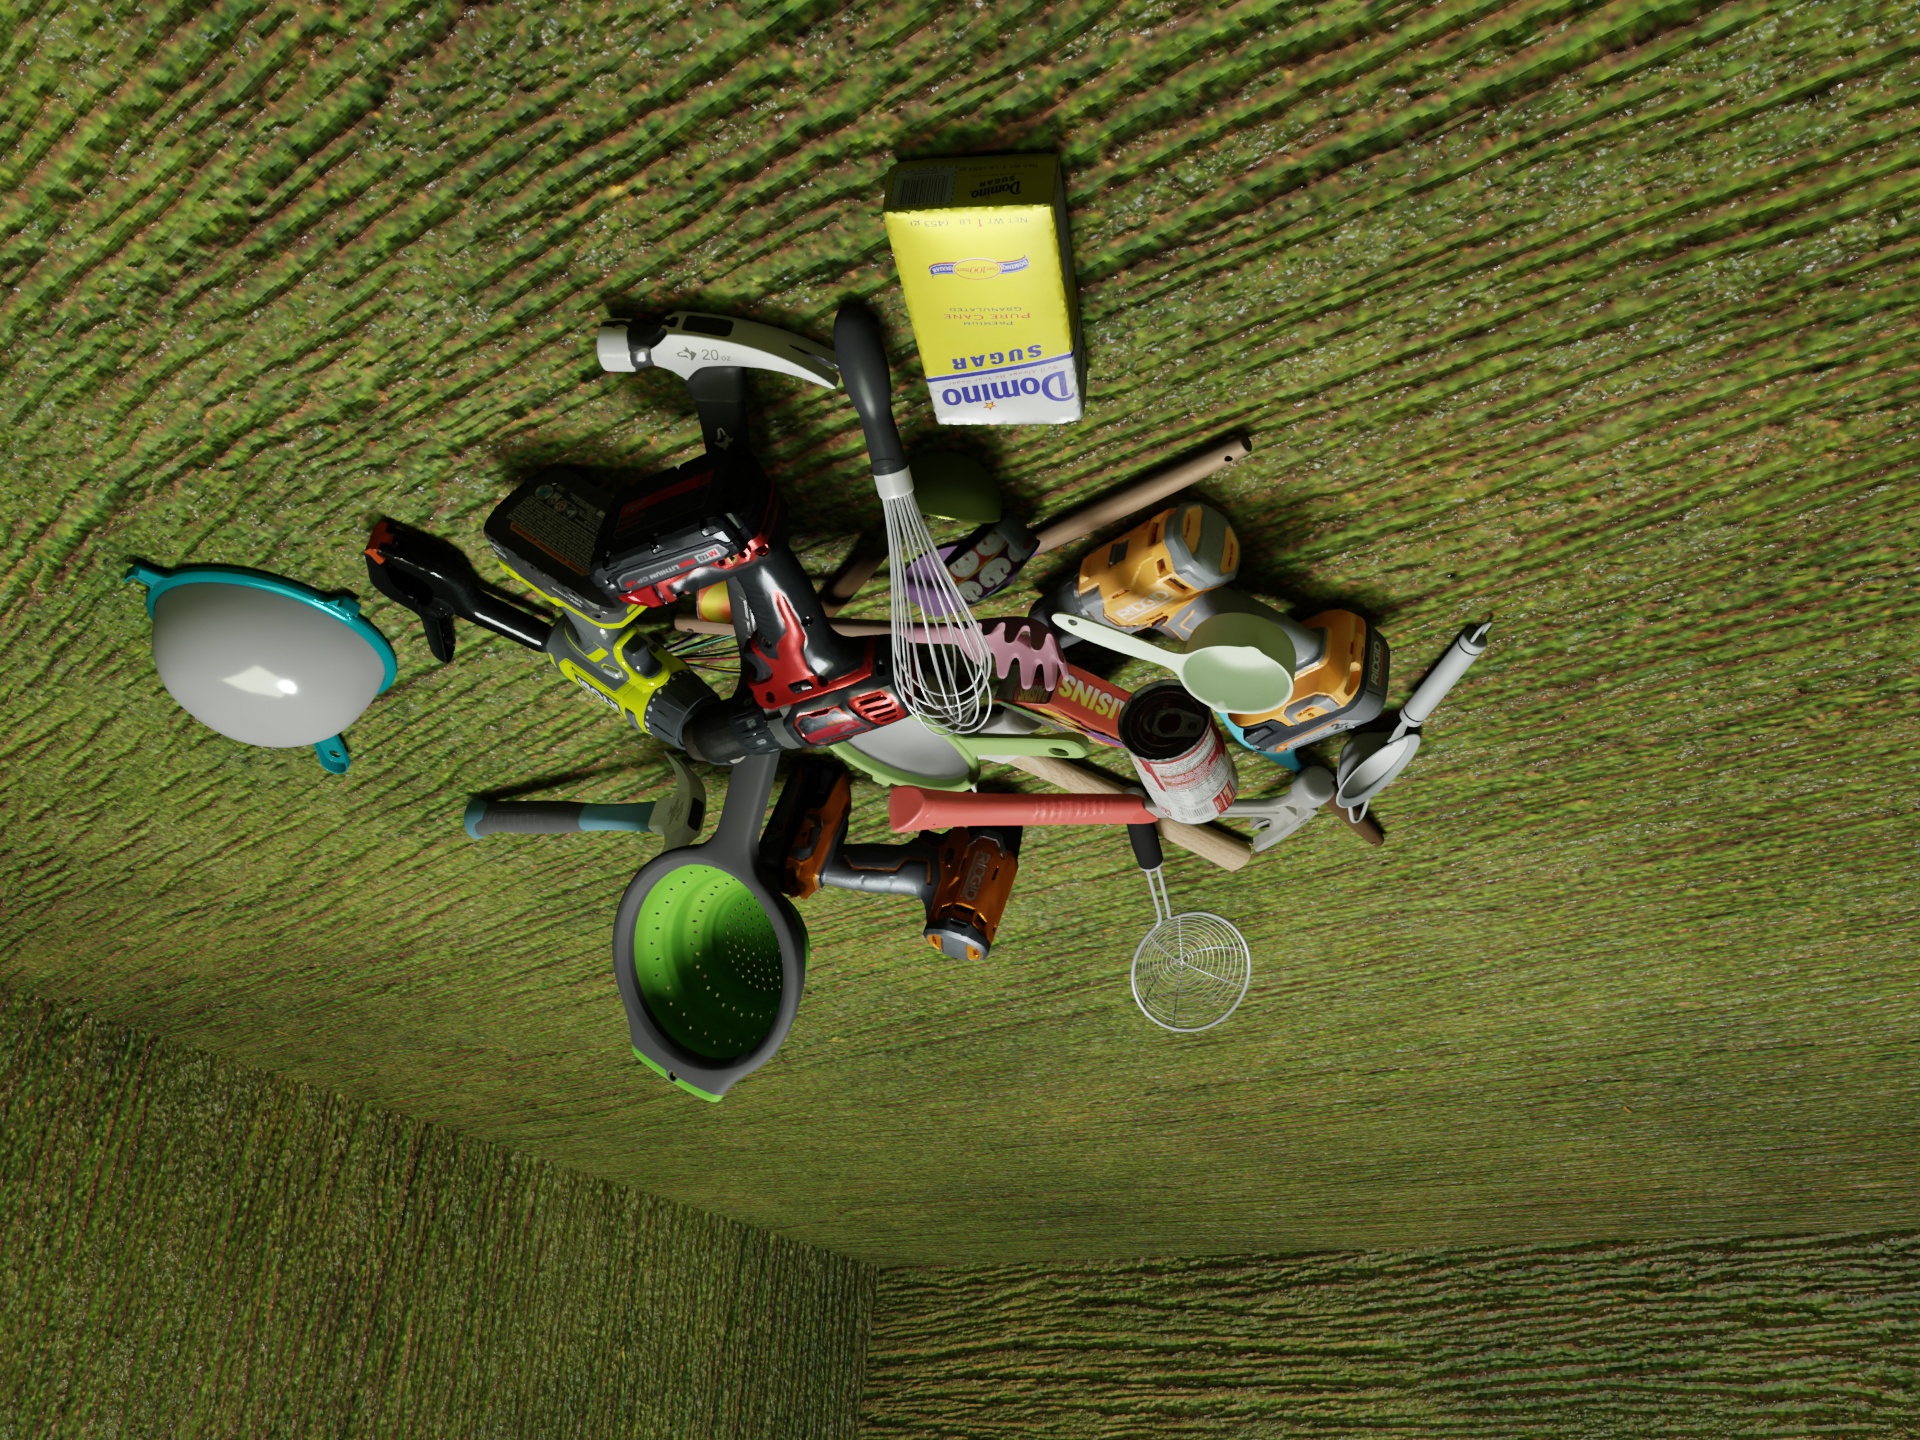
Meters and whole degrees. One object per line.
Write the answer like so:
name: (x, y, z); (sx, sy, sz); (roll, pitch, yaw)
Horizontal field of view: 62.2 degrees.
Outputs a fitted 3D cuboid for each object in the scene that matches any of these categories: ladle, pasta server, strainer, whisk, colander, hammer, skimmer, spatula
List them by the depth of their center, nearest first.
whisk: (-0.033, -0.119, 0.996); (0.070, 0.070, 0.284); (-5, 114, 22)
hammer: (-0.142, -0.121, 1.076); (0.146, 0.035, 0.334); (2, 135, 5)
spatula: (0.070, -0.133, 1.105); (0.316, 0.018, 0.059); (-21, 132, 42)
ladle: (-0.065, -0.105, 1.154); (0.078, 0.062, 0.320); (3, 159, -26)
pasta server: (-0.071, -0.061, 1.182); (0.316, 0.040, 0.060); (4, 150, 18)
strainer: (0.351, -0.003, 1.248); (0.087, 0.050, 0.258); (-23, 155, -27)
strainer: (-0.002, -0.004, 1.275); (0.256, 0.069, 0.151); (1, 148, 36)
whisk: (-0.230, -0.059, 1.302); (0.245, 0.051, 0.047); (-8, 127, 34)
hammer: (0.117, 0.075, 1.311); (0.359, 0.037, 0.149); (0, 159, -15)
spatula: (0.304, 0.041, 1.358); (0.082, 0.044, 0.317); (-12, 150, 30)
colander: (-0.180, 0.129, 1.385); (0.205, 0.397, 0.094); (23, -164, 27)
strainer: (-0.612, -0.006, 1.428); (0.211, 0.095, 0.340); (9, 150, -1)
hammer: (0.136, 0.070, 1.442); (0.331, 0.031, 0.130); (26, 146, -30)
skimmer: (0.204, 0.183, 1.506); (0.127, 0.090, 0.362); (-28, 145, -4)
hammer: (-0.374, 0.095, 1.551); (0.331, 0.128, 0.033); (-3, 149, 36)

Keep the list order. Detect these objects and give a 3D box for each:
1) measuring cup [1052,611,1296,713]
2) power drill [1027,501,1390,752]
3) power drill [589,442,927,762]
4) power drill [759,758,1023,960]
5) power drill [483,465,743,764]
measuring cup: (0.145, -0.055, 1.069); (0.167, 0.038, 0.083); (19, 149, 3)
power drill: (0.175, -0.059, 1.155); (0.226, 0.084, 0.185); (29, 147, -27)
power drill: (-0.151, -0.059, 1.064); (0.188, 0.080, 0.226); (-17, 133, 24)
power drill: (-0.057, 0.113, 1.467); (0.226, 0.164, 0.084); (17, 153, 10)
power drill: (-0.248, -0.066, 1.183); (0.191, 0.080, 0.228); (33, 157, 23)
